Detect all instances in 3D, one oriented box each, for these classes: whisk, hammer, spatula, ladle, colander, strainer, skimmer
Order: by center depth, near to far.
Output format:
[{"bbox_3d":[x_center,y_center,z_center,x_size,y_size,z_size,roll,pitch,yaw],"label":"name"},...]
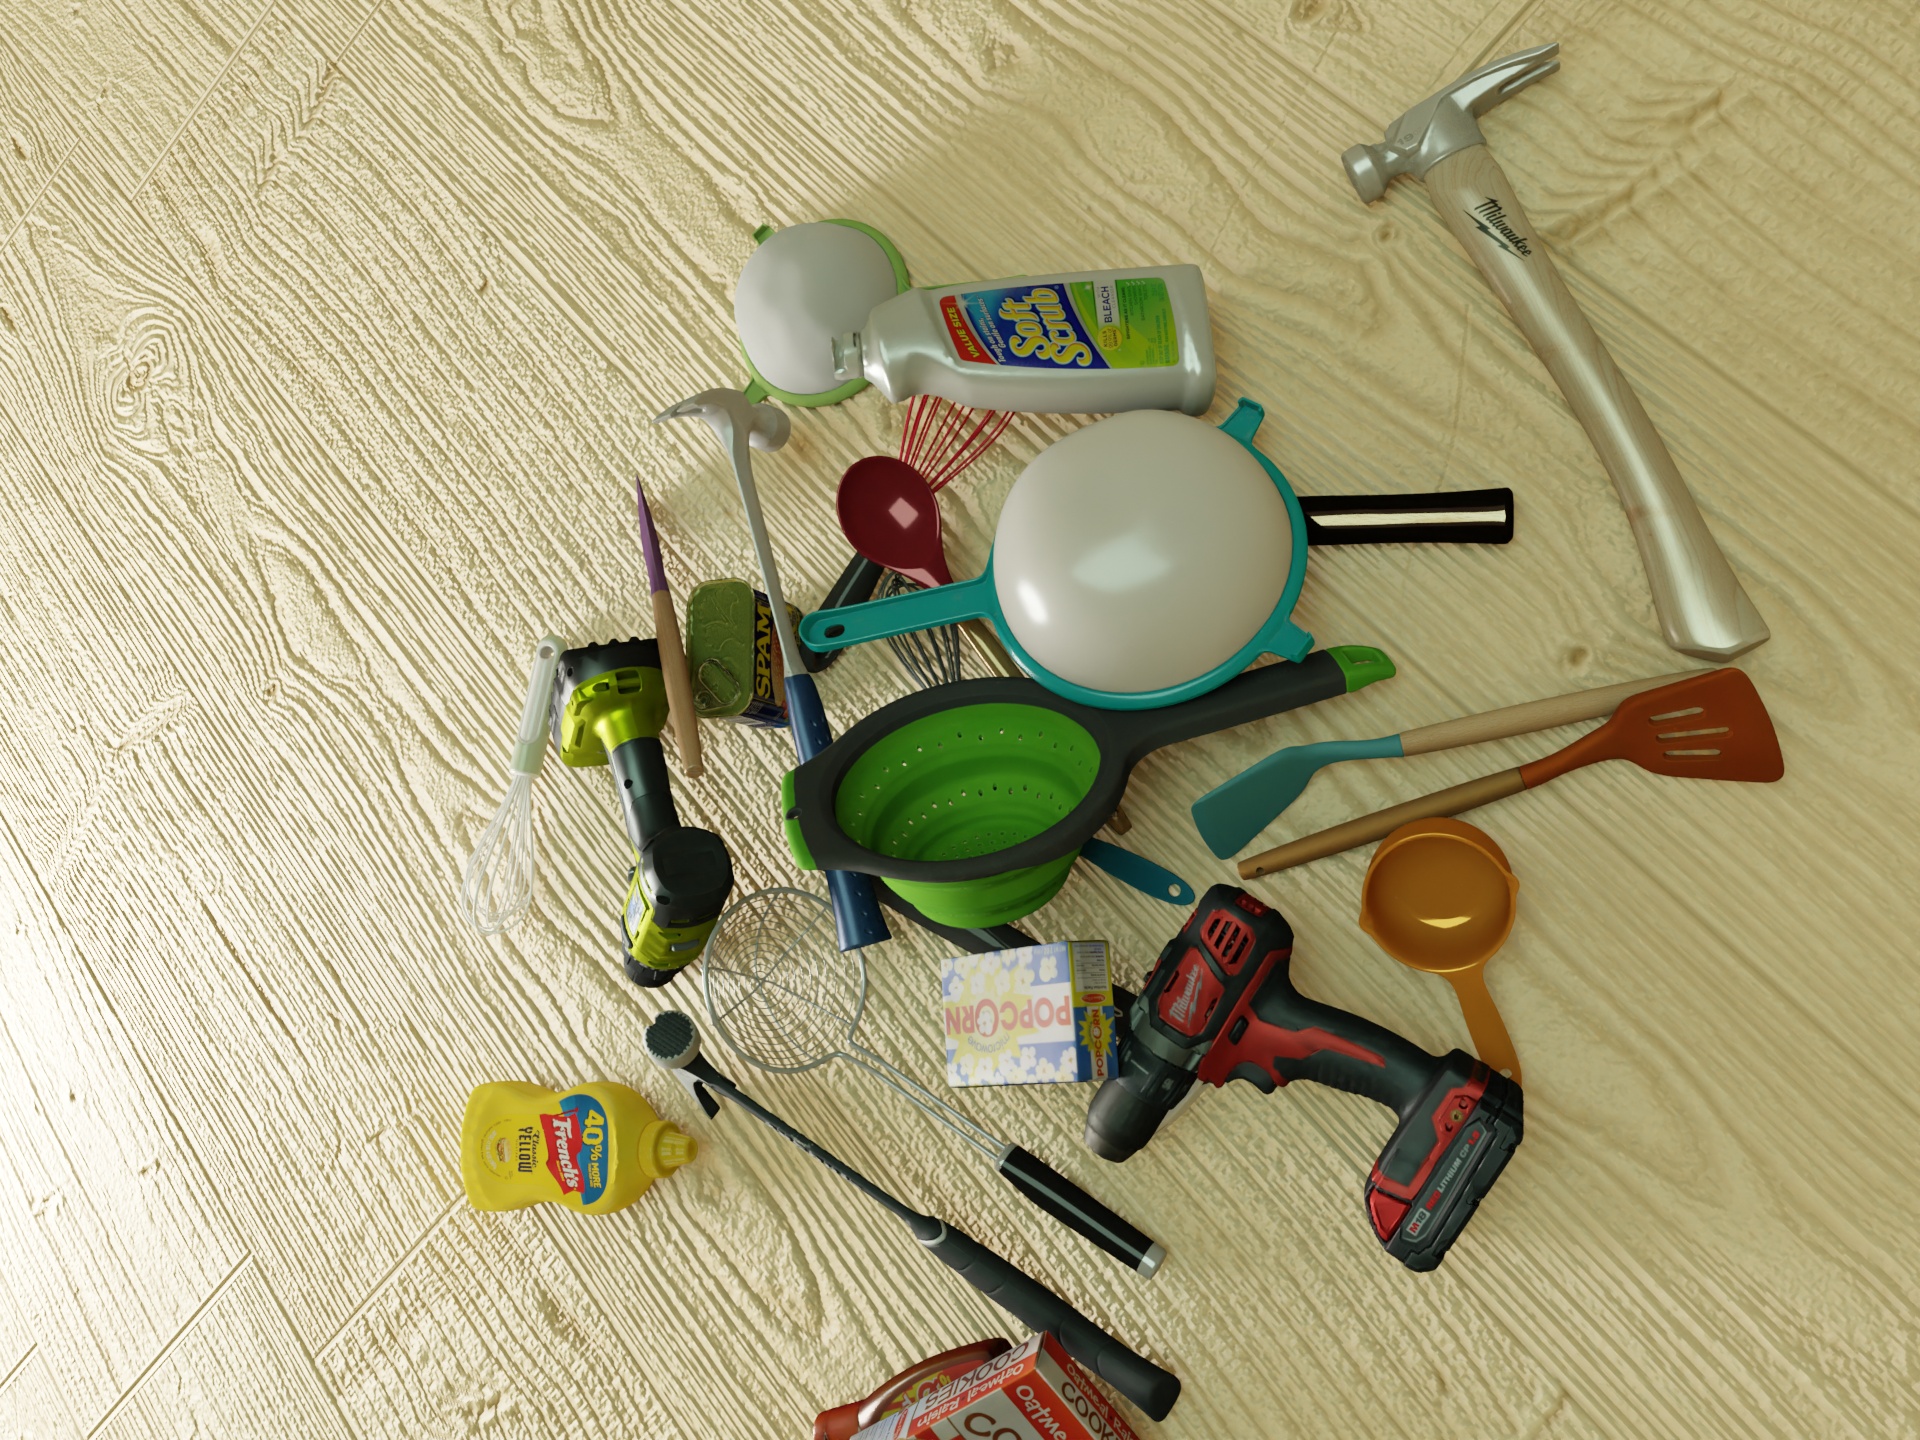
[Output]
[{"bbox_3d":[0.318,0.047,0.966,0.322,0.041,0.081,-22,113,23],"label":"spatula"},{"bbox_3d":[0.300,0.019,0.977,0.317,0.082,0.044,-14,55,17],"label":"spatula"},{"bbox_3d":[0.389,-0.226,0.982,0.146,0.038,0.411,-28,72,17],"label":"hammer"},{"bbox_3d":[0.045,-0.107,1.012,0.340,0.095,0.211,-12,64,12],"label":"strainer"},{"bbox_3d":[0.089,0.043,1.020,0.397,0.094,0.205,-16,33,-3],"label":"colander"},{"bbox_3d":[-0.035,0.330,1.054,0.409,0.149,0.036,31,68,16],"label":"hammer"},{"bbox_3d":[0.193,-0.134,1.058,0.331,0.031,0.130,1,83,24],"label":"hammer"},{"bbox_3d":[-0.017,0.244,1.061,0.363,0.090,0.127,31,53,21],"label":"skimmer"},{"bbox_3d":[0.028,0.159,1.085,0.335,0.035,0.146,26,92,25],"label":"hammer"},{"bbox_3d":[0.019,-0.051,1.094,0.069,0.031,0.315,-36,82,-3],"label":"ladle"},{"bbox_3d":[-0.120,-0.040,1.104,0.035,0.144,0.405,-18,82,22],"label":"hammer"},{"bbox_3d":[-0.001,-0.004,1.120,0.055,0.055,0.239,-27,77,18],"label":"whisk"},{"bbox_3d":[-0.039,-0.160,1.153,0.073,0.073,0.296,37,103,24],"label":"whisk"},{"bbox_3d":[-0.215,-0.072,1.162,0.018,0.059,0.316,-11,45,-10],"label":"spatula"},{"bbox_3d":[-0.070,-0.317,1.183,0.256,0.069,0.151,2,83,26],"label":"strainer"},{"bbox_3d":[-0.350,0.050,1.266,0.058,0.059,0.246,8,81,13],"label":"whisk"}]

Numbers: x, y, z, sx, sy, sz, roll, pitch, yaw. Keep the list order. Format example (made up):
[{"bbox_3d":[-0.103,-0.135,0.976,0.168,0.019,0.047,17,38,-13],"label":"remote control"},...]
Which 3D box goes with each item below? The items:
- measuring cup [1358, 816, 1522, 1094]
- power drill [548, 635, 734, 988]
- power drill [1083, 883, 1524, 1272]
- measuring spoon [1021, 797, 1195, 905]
[{"bbox_3d":[0.304,0.140,0.962,0.095,0.052,0.173,-20,99,22],"label":"measuring cup"},{"bbox_3d":[-0.235,0.073,1.163,0.229,0.080,0.190,69,152,23],"label":"power drill"},{"bbox_3d":[0.198,0.230,0.953,0.227,0.080,0.188,32,101,16],"label":"power drill"},{"bbox_3d":[0.101,0.092,1.076,0.129,0.021,0.042,26,93,16],"label":"measuring spoon"}]
